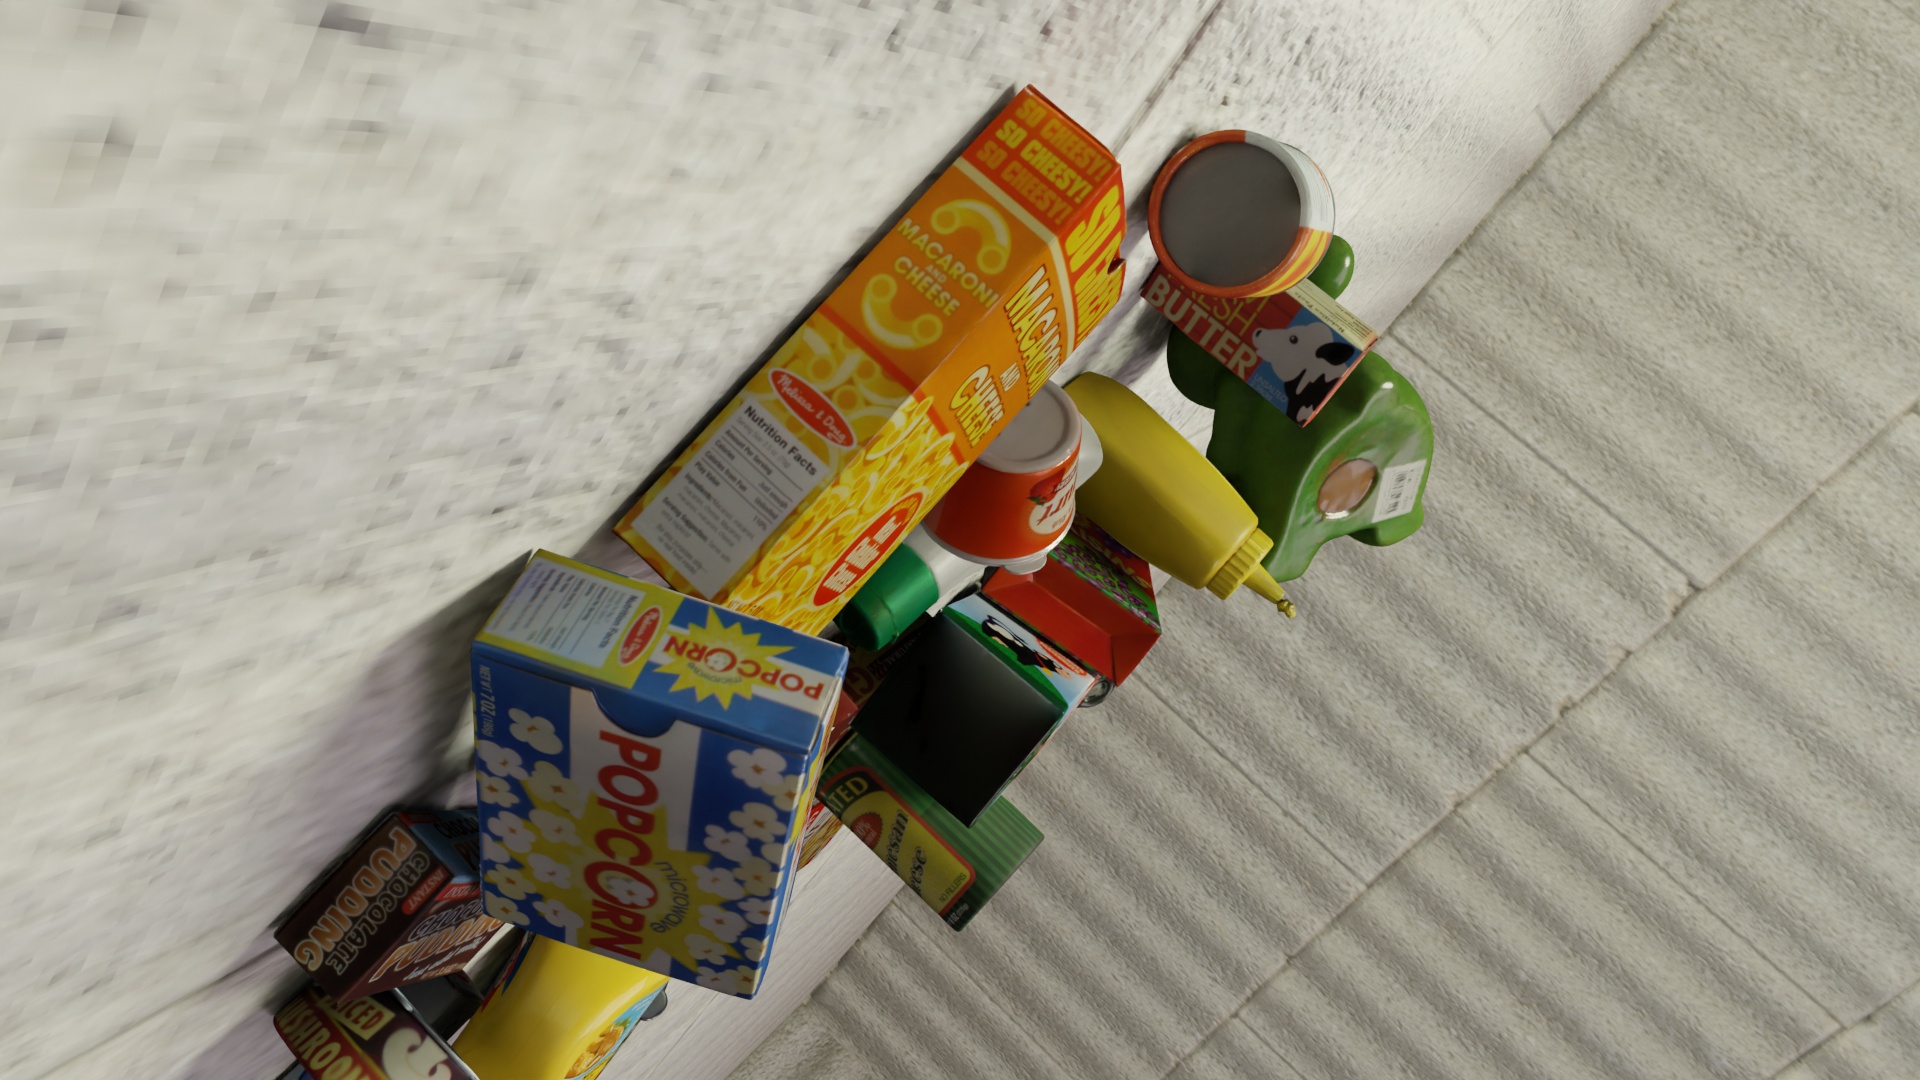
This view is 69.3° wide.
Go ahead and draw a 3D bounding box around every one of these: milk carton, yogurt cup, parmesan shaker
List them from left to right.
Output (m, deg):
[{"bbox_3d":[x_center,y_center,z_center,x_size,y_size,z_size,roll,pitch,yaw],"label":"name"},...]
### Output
[{"bbox_3d":[-0.016,0.136,0.698,0.071,0.103,0.071,-46,169,-12],"label":"parmesan shaker"},{"bbox_3d":[0.020,0.072,0.699,0.072,0.073,0.191,-52,171,11],"label":"milk carton"},{"bbox_3d":[0.016,-0.032,0.550,0.073,0.072,0.053,-41,160,-31],"label":"yogurt cup"}]

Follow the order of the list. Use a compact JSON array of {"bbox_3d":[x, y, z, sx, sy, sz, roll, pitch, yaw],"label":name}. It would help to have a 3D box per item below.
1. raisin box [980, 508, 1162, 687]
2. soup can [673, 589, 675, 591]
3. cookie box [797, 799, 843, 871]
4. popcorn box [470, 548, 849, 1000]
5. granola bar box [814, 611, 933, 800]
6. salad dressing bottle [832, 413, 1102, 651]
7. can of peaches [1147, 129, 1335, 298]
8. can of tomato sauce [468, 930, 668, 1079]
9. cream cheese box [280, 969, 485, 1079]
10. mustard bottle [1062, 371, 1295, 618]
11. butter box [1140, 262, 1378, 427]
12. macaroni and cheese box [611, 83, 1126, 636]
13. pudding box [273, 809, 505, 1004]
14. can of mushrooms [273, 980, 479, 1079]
[{"bbox_3d":[0.057,0.016,0.725,0.040,0.086,0.124,-53,-172,18],"label":"raisin box"},{"bbox_3d":[-0.096,0.068,0.460,0.072,0.071,0.083,-37,166,-44],"label":"soup can"},{"bbox_3d":[-0.105,0.174,0.873,0.122,0.040,0.168,-51,169,18],"label":"cookie box"},{"bbox_3d":[-0.083,0.068,0.376,0.038,0.085,0.126,-70,178,-47],"label":"popcorn box"},{"bbox_3d":[-0.087,0.107,0.705,0.166,0.039,0.123,-36,164,-50],"label":"granola bar box"},{"bbox_3d":[0.002,-0.008,0.634,0.148,0.044,0.064,-41,174,-27],"label":"salad dressing bottle"},{"bbox_3d":[0.113,-0.130,0.567,0.071,0.071,0.058,-52,168,22],"label":"can of peaches"},{"bbox_3d":[-0.178,0.211,0.633,0.082,0.071,0.071,-53,168,30],"label":"can of tomato sauce"},{"bbox_3d":[-0.228,0.201,0.519,0.104,0.024,0.053,-44,168,-21],"label":"cream cheese box"},{"bbox_3d":[0.107,-0.016,0.702,0.049,0.160,0.065,-43,170,-32],"label":"mustard bottle"},{"bbox_3d":[0.140,-0.107,0.658,0.024,0.103,0.052,-36,163,-47],"label":"butter box"},{"bbox_3d":[-0.017,-0.044,0.430,0.166,0.040,0.123,-47,170,-1],"label":"macaroni and cheese box"},{"bbox_3d":[-0.164,0.109,0.428,0.050,0.030,0.083,-48,170,-6],"label":"pudding box"},{"bbox_3d":[-0.186,0.164,0.445,0.033,0.071,0.070,-41,168,-27],"label":"can of mushrooms"}]
